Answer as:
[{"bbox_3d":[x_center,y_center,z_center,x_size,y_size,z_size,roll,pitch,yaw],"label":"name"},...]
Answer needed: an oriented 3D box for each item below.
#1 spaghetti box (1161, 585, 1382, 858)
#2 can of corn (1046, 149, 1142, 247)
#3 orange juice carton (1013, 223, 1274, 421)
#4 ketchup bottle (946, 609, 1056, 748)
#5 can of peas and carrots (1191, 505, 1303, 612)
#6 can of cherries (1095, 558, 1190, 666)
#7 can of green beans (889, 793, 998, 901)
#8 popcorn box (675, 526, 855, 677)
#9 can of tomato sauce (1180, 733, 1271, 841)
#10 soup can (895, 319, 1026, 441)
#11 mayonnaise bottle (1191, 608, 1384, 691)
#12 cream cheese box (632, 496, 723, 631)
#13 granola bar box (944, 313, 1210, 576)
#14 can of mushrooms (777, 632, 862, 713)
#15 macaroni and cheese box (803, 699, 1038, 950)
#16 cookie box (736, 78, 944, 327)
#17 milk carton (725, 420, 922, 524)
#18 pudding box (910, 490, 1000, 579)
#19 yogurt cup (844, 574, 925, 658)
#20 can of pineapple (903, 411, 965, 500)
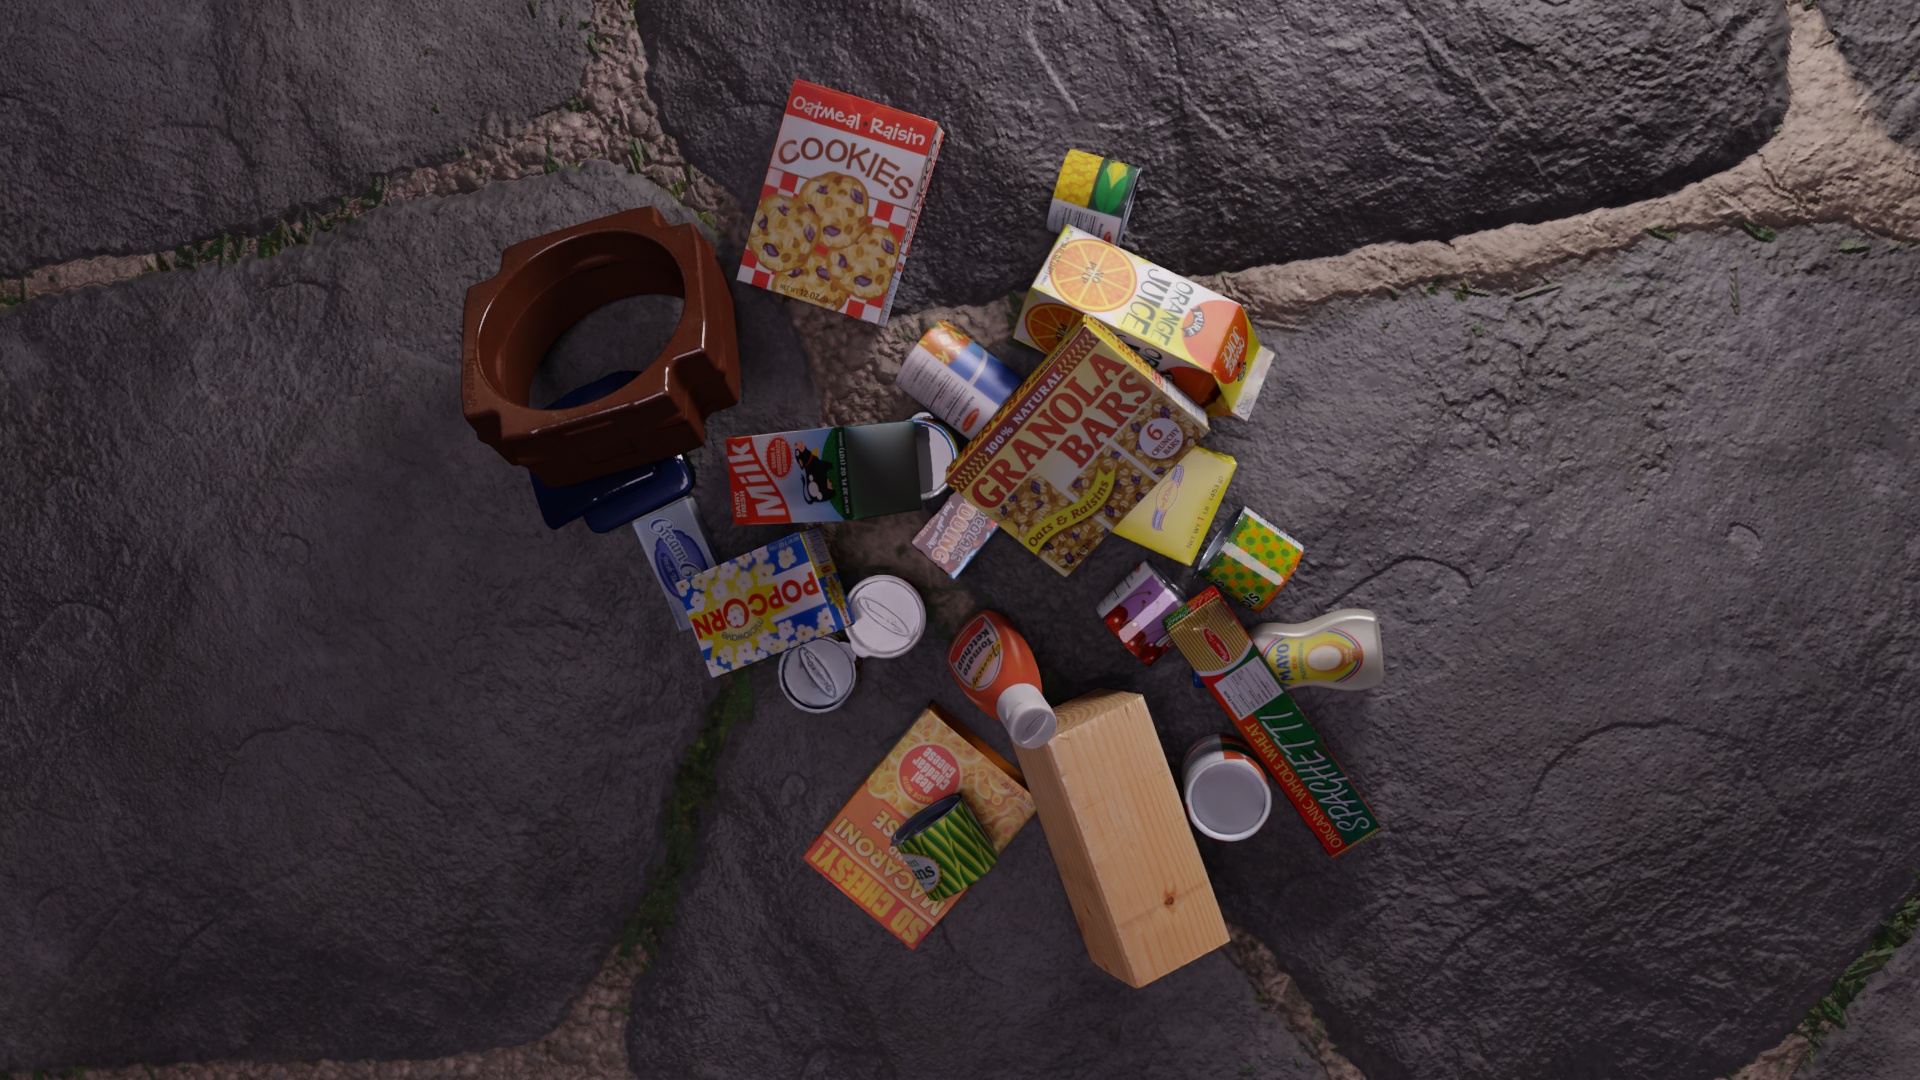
[{"bbox_3d":[0.246,0.146,1.091,0.050,0.029,0.249,-35,106,8],"label":"spaghetti box"},{"bbox_3d":[0.105,-0.269,1.088,0.058,0.071,0.071,17,97,5],"label":"can of corn"},{"bbox_3d":[0.146,-0.160,1.076,0.193,0.072,0.072,26,63,4],"label":"orange juice carton"},{"bbox_3d":[0.035,0.111,1.085,0.043,0.149,0.064,33,99,-26],"label":"ketchup bottle"},{"bbox_3d":[0.227,0.017,1.096,0.059,0.071,0.071,34,98,2],"label":"can of peas and carrots"},{"bbox_3d":[0.152,0.059,1.108,0.058,0.071,0.071,-44,89,9],"label":"can of cherries"},{"bbox_3d":[-0.012,0.243,1.102,0.071,0.071,0.058,-31,93,8],"label":"can of green beans"},{"bbox_3d":[-0.157,0.050,1.117,0.126,0.038,0.085,-21,90,22],"label":"popcorn box"},{"bbox_3d":[0.212,0.196,1.104,0.071,0.083,0.071,1,95,7],"label":"can of tomato sauce"},{"bbox_3d":[0.001,-0.128,1.113,0.084,0.071,0.071,37,98,3],"label":"soup can"},{"bbox_3d":[0.259,0.093,1.111,0.148,0.041,0.064,-7,99,7],"label":"mayonnaise bottle"},{"bbox_3d":[-0.231,0.020,1.171,0.053,0.024,0.103,-24,92,7],"label":"cream cheese box"},{"bbox_3d":[0.087,-0.069,1.054,0.124,0.039,0.165,38,112,-11],"label":"granola bar box"},{"bbox_3d":[-0.115,0.108,1.160,0.071,0.033,0.071,1,94,7],"label":"can of mushrooms"},{"bbox_3d":[-0.030,0.237,1.158,0.124,0.040,0.166,40,97,2],"label":"macaroni and cheese box"},{"bbox_3d":[-0.097,-0.271,1.123,0.123,0.040,0.167,18,96,5],"label":"cookie box"},{"bbox_3d":[-0.124,-0.052,1.104,0.190,0.074,0.072,-2,96,45],"label":"milk carton"},{"bbox_3d":[0.004,-0.014,1.138,0.049,0.030,0.083,41,98,1],"label":"pudding box"},{"bbox_3d":[-0.059,0.059,1.139,0.072,0.054,0.072,1,95,7],"label":"yogurt cup"},{"bbox_3d":[-0.031,-0.068,1.123,0.071,0.058,0.071,1,95,7],"label":"can of pineapple"}]
